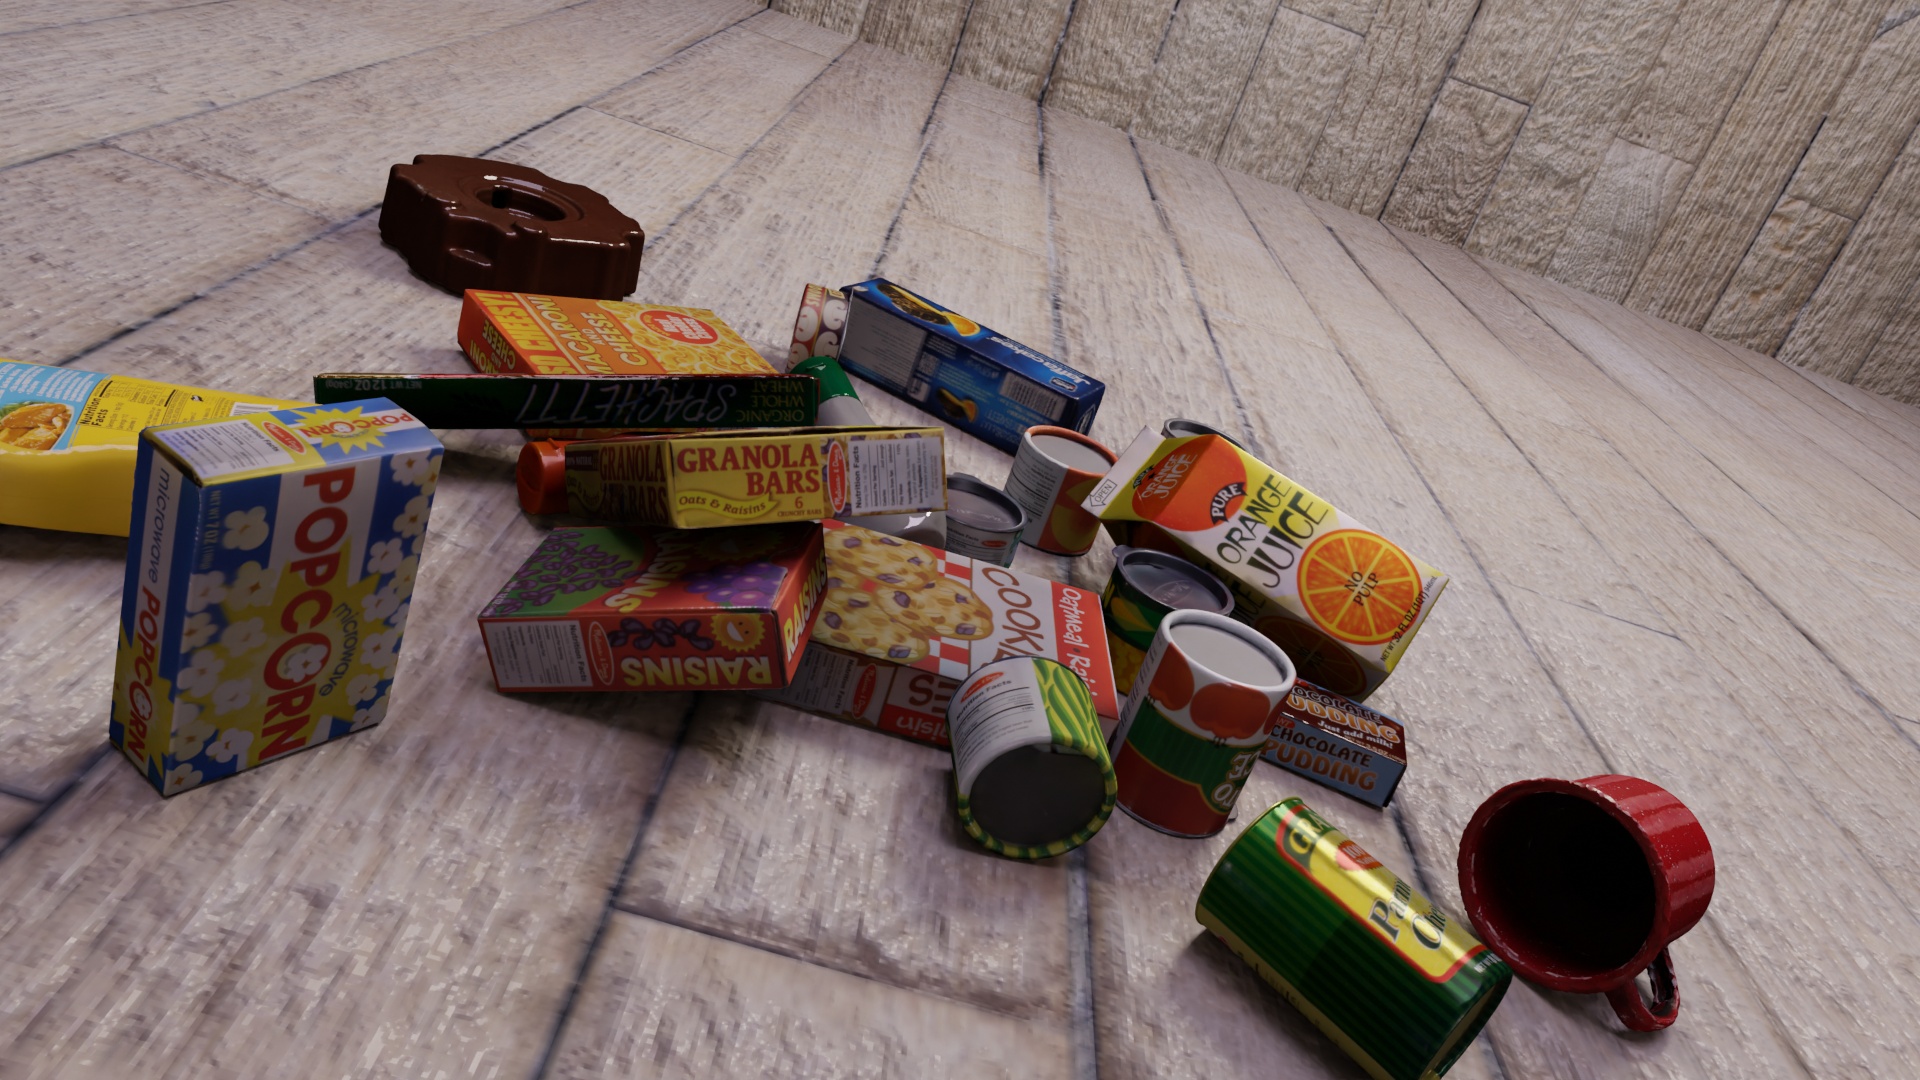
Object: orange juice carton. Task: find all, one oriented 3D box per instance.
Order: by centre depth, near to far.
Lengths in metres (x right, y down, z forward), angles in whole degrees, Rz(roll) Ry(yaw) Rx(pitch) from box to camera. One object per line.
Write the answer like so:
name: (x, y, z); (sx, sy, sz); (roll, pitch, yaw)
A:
orange juice carton: (0.167, 0.008, 0.793); (0.193, 0.072, 0.072); (34, 69, 12)

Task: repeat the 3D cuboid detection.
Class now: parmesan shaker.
parmesan shaker: (0.154, 0.158, 0.545); (0.071, 0.071, 0.103); (-9, 37, -46)

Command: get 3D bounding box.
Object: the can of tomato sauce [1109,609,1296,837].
can of tomato sauce: (0.110, 0.084, 0.641); (0.071, 0.082, 0.071); (16, 25, -8)

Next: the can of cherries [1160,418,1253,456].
can of cherries: (0.162, -0.044, 0.968); (0.071, 0.058, 0.072); (17, 25, -8)

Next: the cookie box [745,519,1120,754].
cookie box: (-0.011, 0.049, 0.675); (0.167, 0.040, 0.123); (16, 25, -7)

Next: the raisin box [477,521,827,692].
raisin box: (-0.125, 0.026, 0.586); (0.123, 0.040, 0.086); (-1, 24, 8)

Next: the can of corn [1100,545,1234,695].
can of corn: (0.103, 0.044, 0.745); (0.071, 0.058, 0.071); (16, 25, -8)

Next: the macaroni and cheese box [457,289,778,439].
macaroni and cheese box: (-0.201, -0.104, 0.843); (0.167, 0.040, 0.124); (-3, 33, -40)

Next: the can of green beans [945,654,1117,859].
can of green beans: (0.029, 0.091, 0.587); (0.071, 0.071, 0.058); (14, 26, -14)

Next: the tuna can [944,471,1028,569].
tuna can: (0.003, -0.010, 0.811); (0.071, 0.032, 0.071); (17, 25, -8)

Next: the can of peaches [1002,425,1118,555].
can of peaches: (0.063, -0.032, 0.871); (0.071, 0.057, 0.071); (16, 25, -8)

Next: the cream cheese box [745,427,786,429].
cream cheese box: (-0.075, -0.048, 0.842); (0.104, 0.024, 0.053); (6, 30, -28)

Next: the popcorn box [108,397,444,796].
popcorn box: (-0.233, 0.017, 0.474); (0.038, 0.126, 0.085); (34, 28, 22)

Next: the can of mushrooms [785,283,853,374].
can of mushrooms: (-0.099, -0.146, 0.967); (0.033, 0.070, 0.071); (14, 25, -10)

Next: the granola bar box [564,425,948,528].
granola bar box: (-0.098, -0.031, 0.634); (0.124, 0.039, 0.165); (-5, 5, -29)

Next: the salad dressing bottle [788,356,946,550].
salad dressing bottle: (-0.057, -0.044, 0.782); (0.064, 0.043, 0.148); (-20, 54, -13)

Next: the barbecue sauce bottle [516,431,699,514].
barbecue sauce bottle: (-0.155, -0.034, 0.732); (0.149, 0.043, 0.065); (-3, 27, -39)

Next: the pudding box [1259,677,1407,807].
pudding box: (0.189, 0.101, 0.727); (0.084, 0.030, 0.050); (23, 24, 6)

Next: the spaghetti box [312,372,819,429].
spaghetti box: (-0.199, -0.073, 0.726); (0.250, 0.028, 0.050); (-2, 8, -20)
